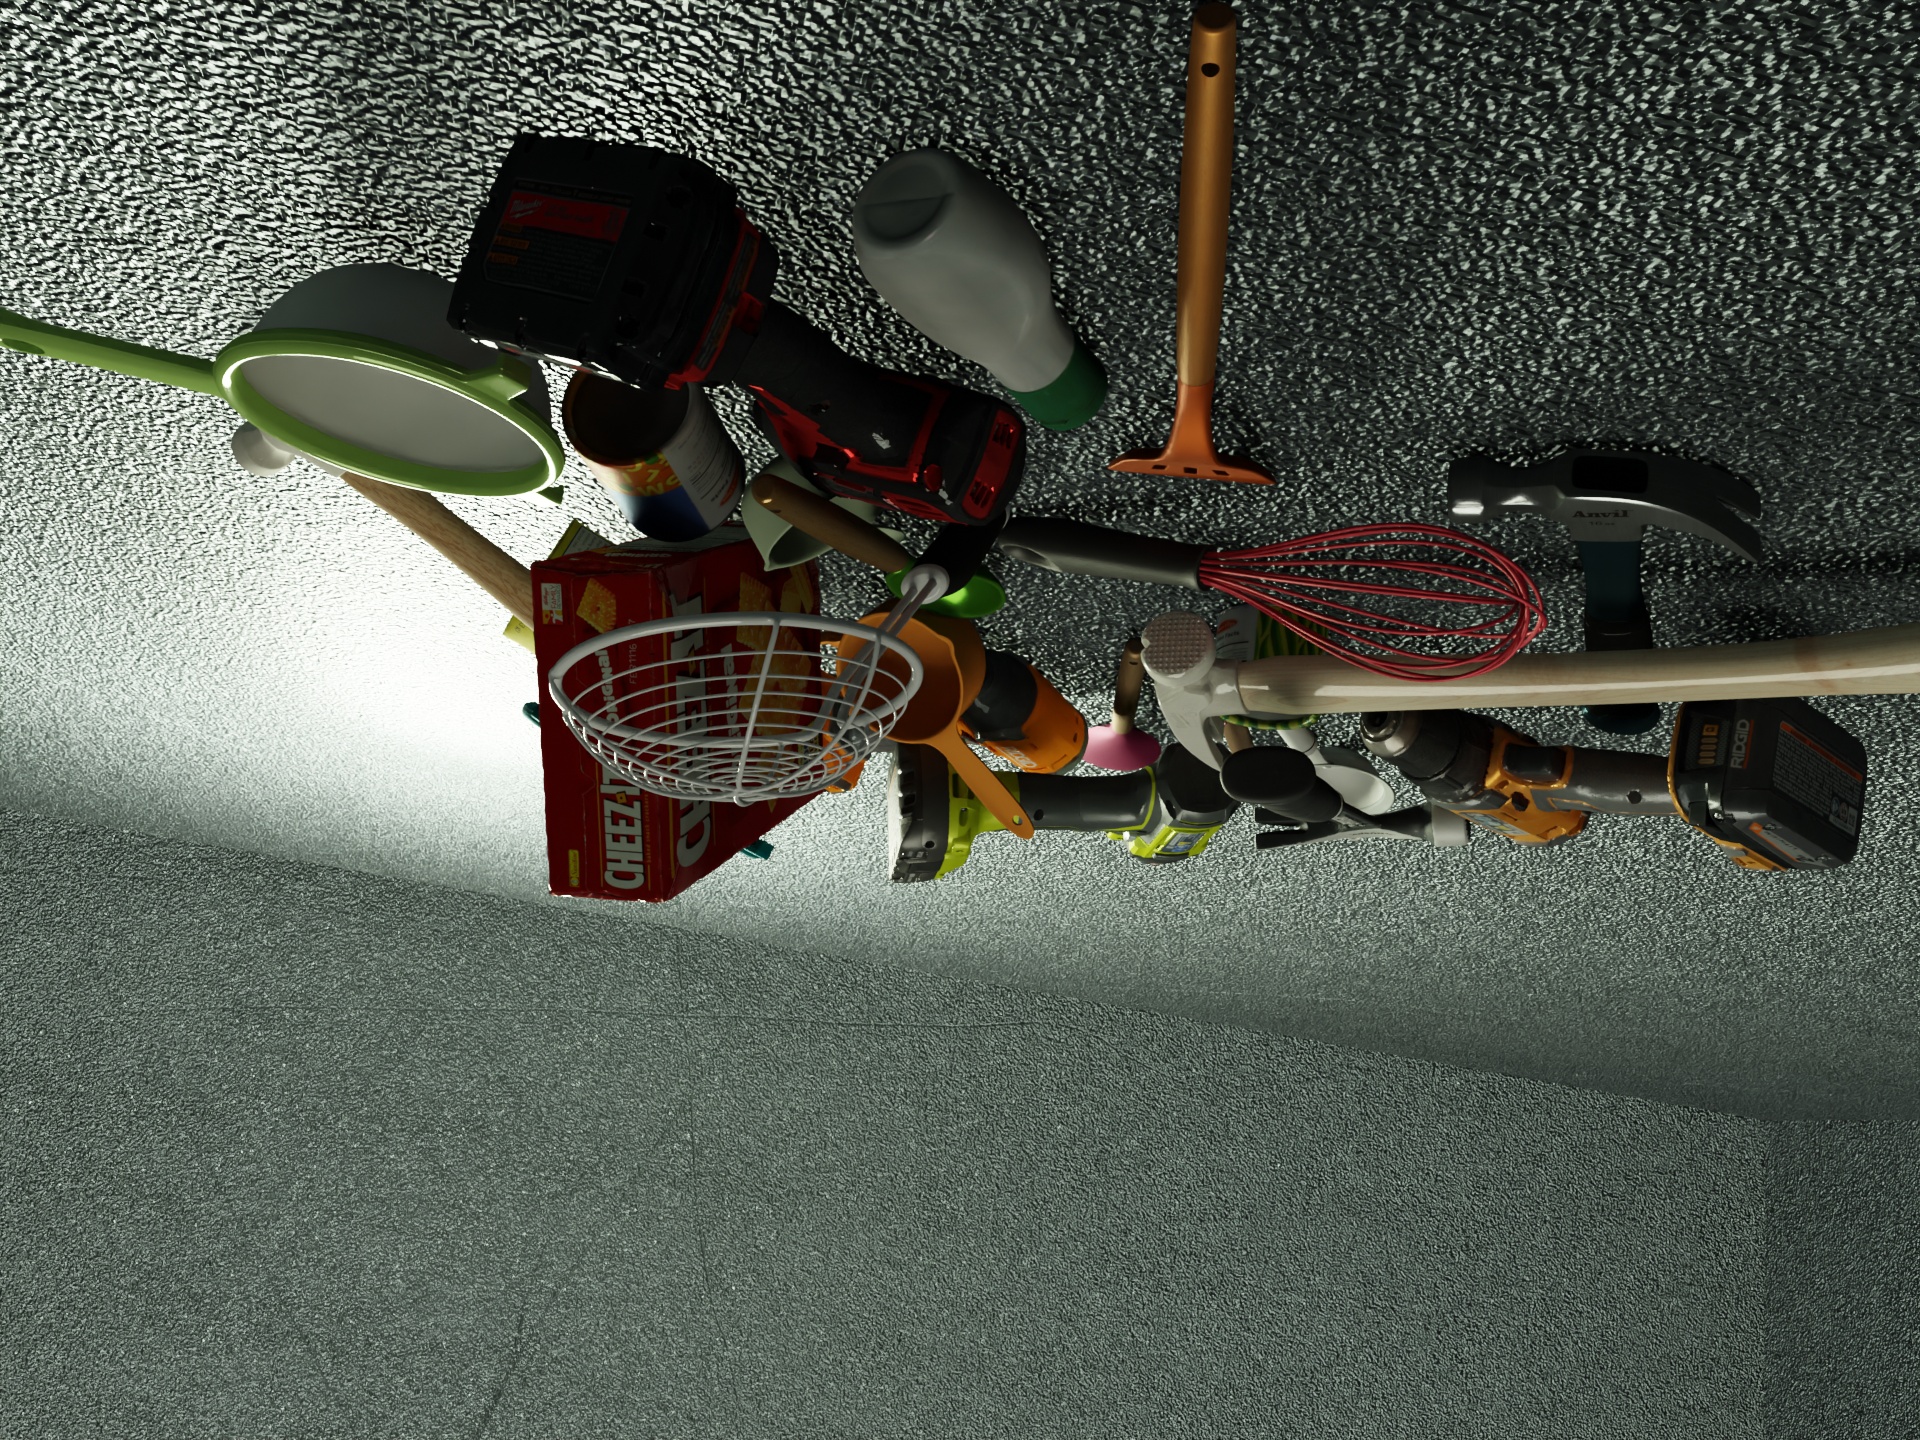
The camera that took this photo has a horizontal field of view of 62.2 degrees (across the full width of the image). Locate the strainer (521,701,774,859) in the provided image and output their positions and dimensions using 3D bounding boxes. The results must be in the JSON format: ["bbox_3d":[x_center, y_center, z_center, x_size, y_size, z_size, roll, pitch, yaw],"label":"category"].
[{"bbox_3d":[-0.232,0.009,1.266,0.211,0.095,0.340,33,175,-13],"label":"strainer"}]

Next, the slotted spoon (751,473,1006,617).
[{"bbox_3d":[-0.039,-0.087,0.809,0.070,0.031,0.313,3,177,16],"label":"slotted spoon"}]

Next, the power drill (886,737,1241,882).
[{"bbox_3d":[0.064,0.065,1.091,0.223,0.080,0.171,0,161,-7],"label":"power drill"}]

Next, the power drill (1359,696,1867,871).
[{"bbox_3d":[0.355,0.024,0.895,0.185,0.084,0.226,23,165,-34],"label":"power drill"}]

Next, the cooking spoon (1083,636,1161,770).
[{"bbox_3d":[0.117,-0.003,1.146,0.069,0.017,0.318,7,165,5],"label":"cooking spoon"}]

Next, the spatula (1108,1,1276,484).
[{"bbox_3d":[0.093,-0.158,0.620,0.081,0.041,0.322,7,160,9],"label":"spatula"}]

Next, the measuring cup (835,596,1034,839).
[{"bbox_3d":[-0.002,-0.003,0.997,0.095,0.052,0.173,-34,98,35],"label":"measuring cup"}]

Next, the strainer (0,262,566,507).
[{"bbox_3d":[-0.297,-0.170,0.707,0.256,0.069,0.151,12,166,-5],"label":"strainer"}]

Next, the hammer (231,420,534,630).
[{"bbox_3d":[-0.246,-0.073,0.901,0.130,0.031,0.331,-13,134,47],"label":"hammer"}]

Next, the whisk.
[{"bbox_3d":[0.138,-0.071,0.777,0.296,0.073,0.073,14,170,37],"label":"whisk"}]

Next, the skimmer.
[{"bbox_3d":[-0.041,-0.063,0.664,0.127,0.090,0.363,-13,-160,22],"label":"skimmer"}]

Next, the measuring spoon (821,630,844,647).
[{"bbox_3d":[-0.126,-0.043,1.075,0.117,0.021,0.011,-15,127,9],"label":"measuring spoon"}]

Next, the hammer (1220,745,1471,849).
[{"bbox_3d":[0.218,0.052,0.971,0.149,0.036,0.408,-5,171,22],"label":"hammer"}]

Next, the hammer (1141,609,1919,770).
[{"bbox_3d":[0.307,-0.018,0.803,0.411,0.038,0.146,-2,157,20],"label":"hammer"}]

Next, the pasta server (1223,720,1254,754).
[{"bbox_3d":[0.183,0.005,1.105,0.060,0.040,0.316,47,-179,22],"label":"pasta server"}]

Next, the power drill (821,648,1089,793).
[{"bbox_3d":[-0.041,-0.006,1.121,0.226,0.084,0.164,-3,160,24],"label":"power drill"}]

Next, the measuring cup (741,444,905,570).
[{"bbox_3d":[-0.063,-0.112,0.831,0.083,0.038,0.167,-34,174,11],"label":"measuring cup"}]

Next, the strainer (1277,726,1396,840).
[{"bbox_3d":[0.244,0.017,1.112,0.087,0.050,0.258,-4,154,29],"label":"strainer"}]

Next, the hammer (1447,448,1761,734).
[{"bbox_3d":[0.337,-0.055,0.821,0.128,0.033,0.330,3,163,25],"label":"hammer"}]

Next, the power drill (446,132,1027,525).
[{"bbox_3d":[-0.084,-0.144,0.641,0.143,0.078,0.219,22,180,38],"label":"power drill"}]
